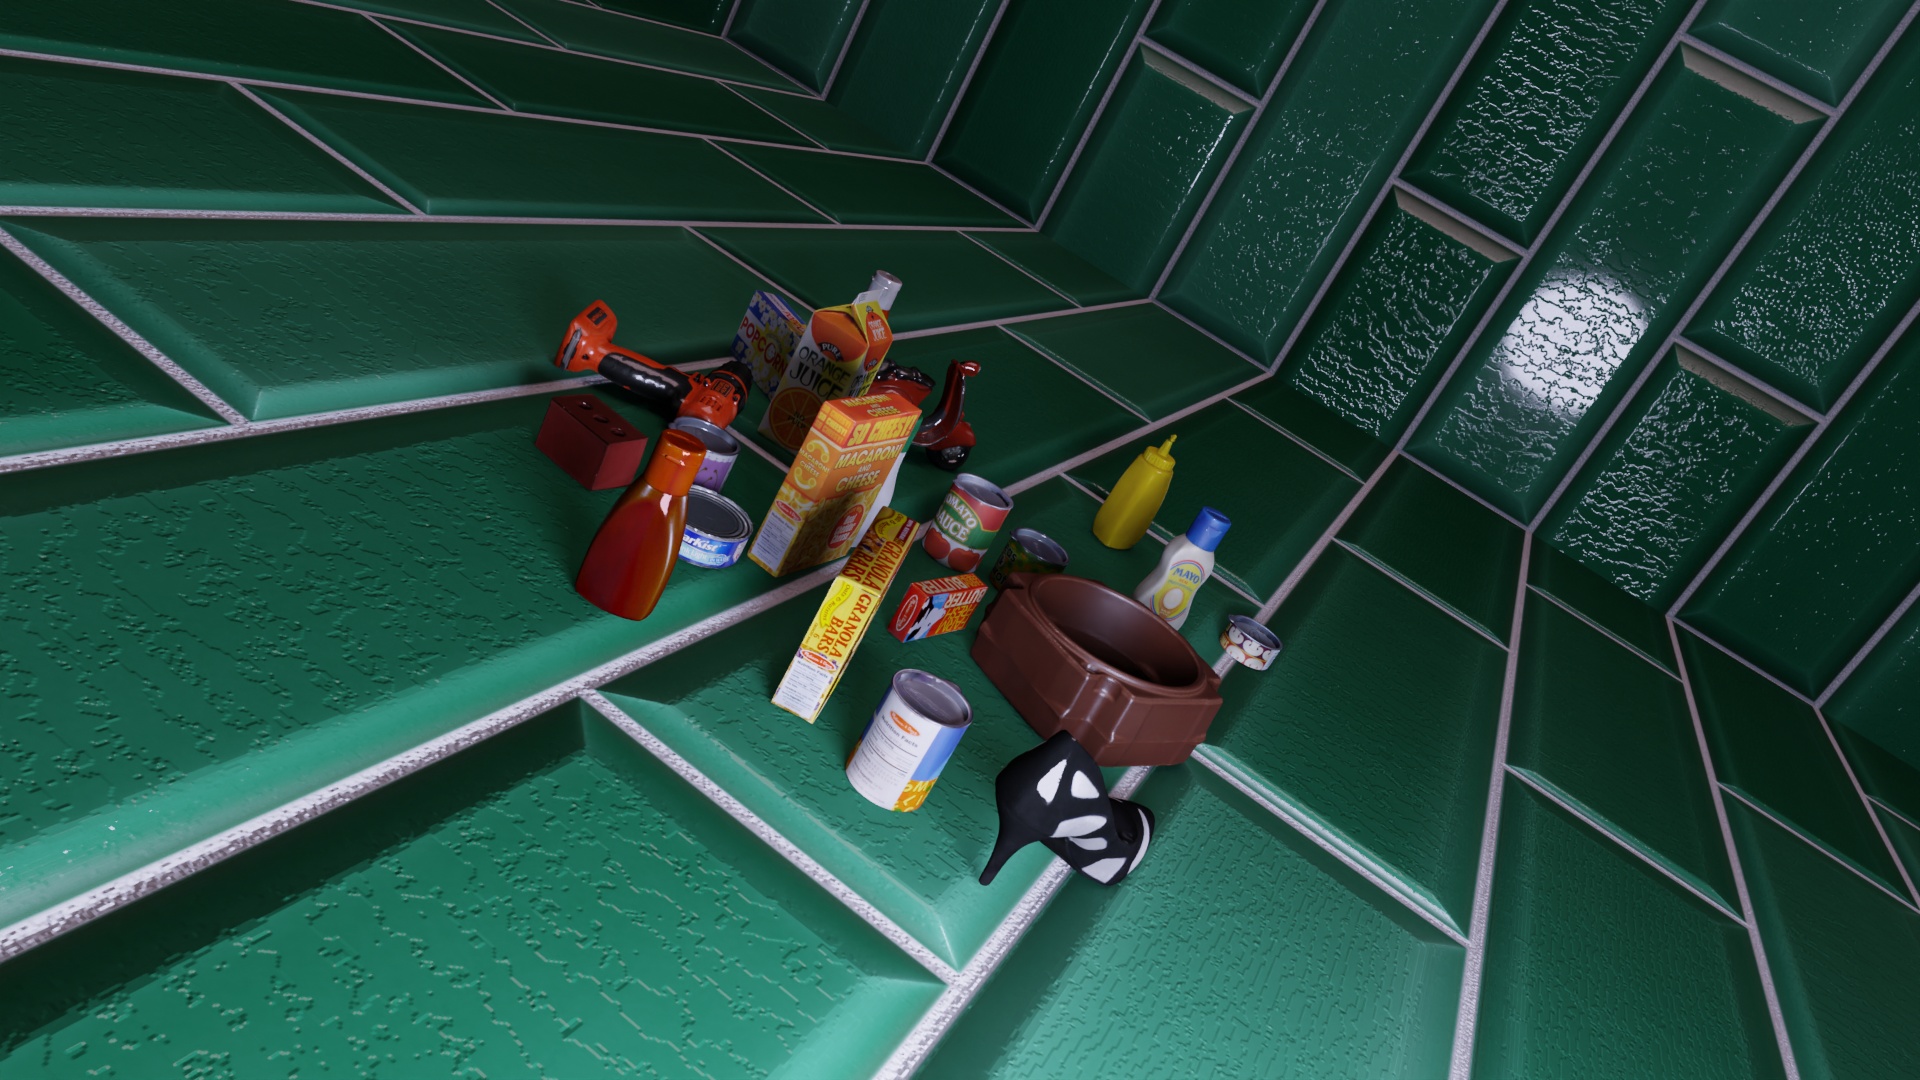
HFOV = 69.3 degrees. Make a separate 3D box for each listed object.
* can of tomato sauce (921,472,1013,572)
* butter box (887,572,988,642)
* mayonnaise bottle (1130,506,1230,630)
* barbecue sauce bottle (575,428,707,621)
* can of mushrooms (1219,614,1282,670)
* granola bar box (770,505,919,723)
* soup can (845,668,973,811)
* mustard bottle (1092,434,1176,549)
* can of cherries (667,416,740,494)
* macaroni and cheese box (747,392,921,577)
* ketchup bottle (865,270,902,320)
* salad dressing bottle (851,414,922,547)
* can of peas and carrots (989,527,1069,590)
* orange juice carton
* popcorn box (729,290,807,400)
[{"bbox_3d":[0.005,-0.018,1.439,0.071,0.082,0.071,25,22,-11],"label":"can of tomato sauce"},{"bbox_3d":[-0.020,0.061,1.276,0.024,0.053,0.104,39,24,25],"label":"butter box"},{"bbox_3d":[0.245,0.032,1.532,0.065,0.147,0.041,23,22,-14],"label":"mayonnaise bottle"},{"bbox_3d":[-0.236,-0.013,1.049,0.065,0.148,0.044,27,21,-5],"label":"barbecue sauce bottle"},{"bbox_3d":[0.334,0.117,1.608,0.071,0.033,0.071,25,22,-11],"label":"can of mushrooms"},{"bbox_3d":[-0.088,0.055,1.111,0.039,0.123,0.166,28,22,-2],"label":"granola bar box"},{"bbox_3d":[-0.037,0.147,1.026,0.071,0.083,0.071,25,22,-11],"label":"soup can"},{"bbox_3d":[0.222,-0.064,1.699,0.065,0.159,0.049,6,31,-45],"label":"mustard bottle"},{"bbox_3d":[-0.248,-0.074,1.289,0.071,0.058,0.072,25,22,-11],"label":"can of cherries"},{"bbox_3d":[-0.114,-0.053,1.261,0.040,0.165,0.124,36,22,17],"label":"macaroni and cheese box"},{"bbox_3d":[-0.122,-0.265,1.738,0.043,0.148,0.065,21,23,-19],"label":"ketchup bottle"},{"bbox_3d":[-0.084,-0.065,1.346,0.044,0.147,0.064,11,28,-39],"label":"salad dressing bottle"},{"bbox_3d":[0.070,0.028,1.450,0.071,0.058,0.071,25,22,-11],"label":"can of peas and carrots"},{"bbox_3d":[-0.136,-0.183,1.483,0.073,0.192,0.072,33,22,9],"label":"orange juice carton"},{"bbox_3d":[-0.215,-0.225,1.622,0.038,0.085,0.127,8,30,-43],"label":"popcorn box"}]
